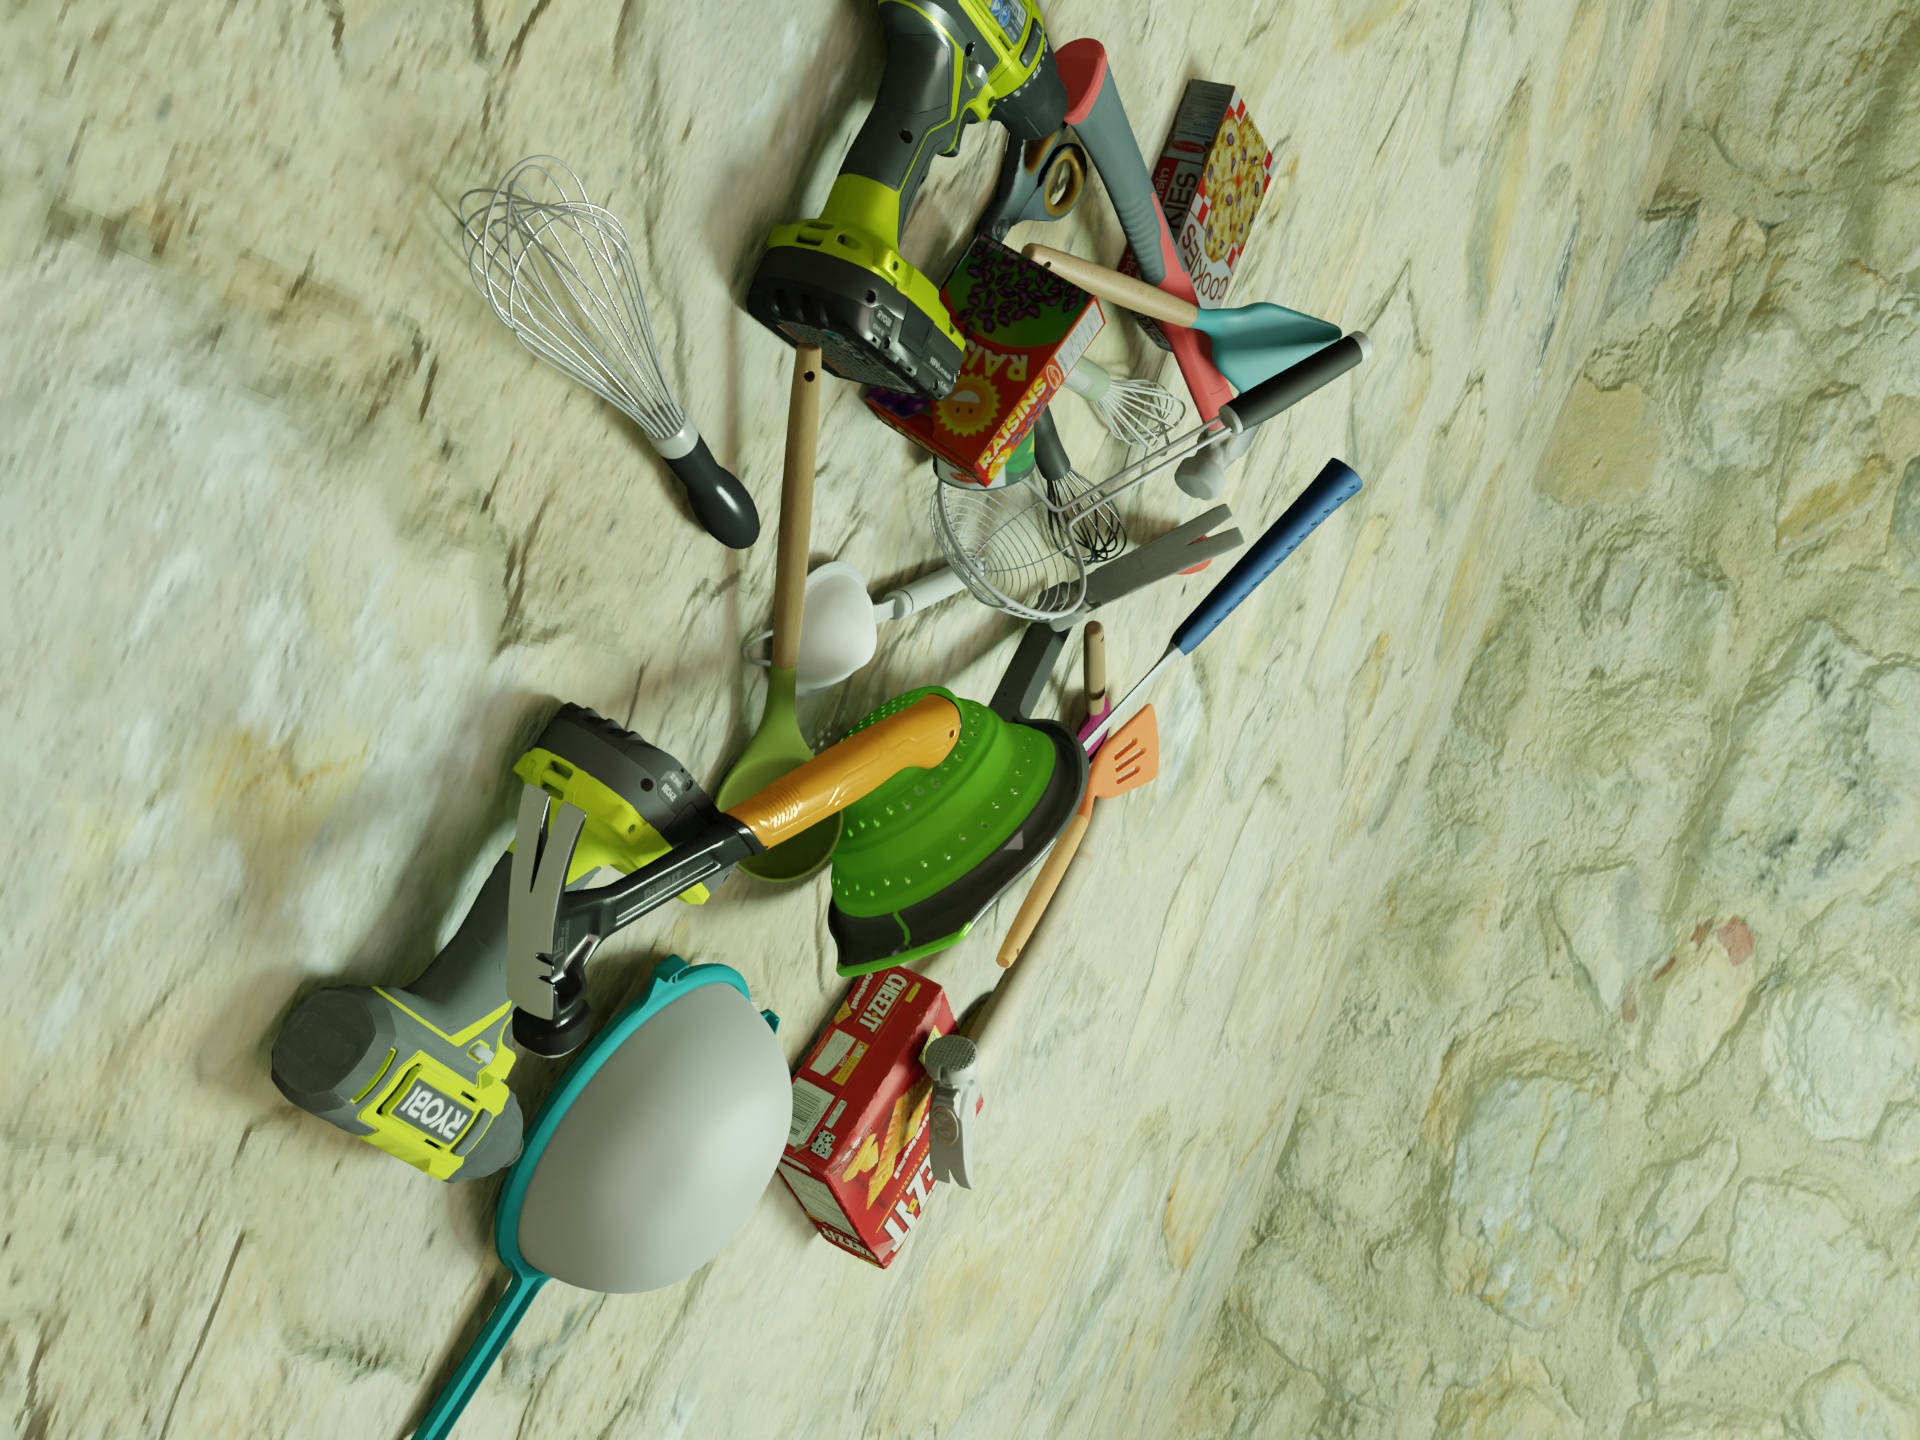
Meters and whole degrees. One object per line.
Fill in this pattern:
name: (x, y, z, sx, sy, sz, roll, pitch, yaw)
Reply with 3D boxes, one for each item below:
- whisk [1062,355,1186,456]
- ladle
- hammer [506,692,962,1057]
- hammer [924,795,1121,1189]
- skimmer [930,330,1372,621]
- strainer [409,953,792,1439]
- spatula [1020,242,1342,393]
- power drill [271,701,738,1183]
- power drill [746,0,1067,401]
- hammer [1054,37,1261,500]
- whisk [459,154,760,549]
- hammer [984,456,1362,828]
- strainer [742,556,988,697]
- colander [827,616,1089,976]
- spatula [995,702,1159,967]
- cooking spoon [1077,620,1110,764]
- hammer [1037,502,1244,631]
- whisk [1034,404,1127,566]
whisk: (0.102, -0.241, 1.155, 0.246, 0.058, 0.059, 10, 65, -59)
ladle: (-0.094, -0.049, 0.885, 0.078, 0.062, 0.320, -2, 122, -18)
hammer: (-0.097, 0.042, 0.812, 0.337, 0.034, 0.127, -30, 135, -53)
hammer: (0.061, 0.193, 1.316, 0.411, 0.038, 0.146, -57, 153, -49)
skimmer: (0.142, -0.185, 1.072, 0.363, 0.127, 0.090, -31, 173, -13)
strainer: (-0.197, 0.307, 0.917, 0.340, 0.095, 0.210, -57, 160, -12)
spatula: (0.145, -0.269, 1.058, 0.317, 0.044, 0.082, 0, 138, -50)
power drill: (-0.214, 0.118, 0.792, 0.223, 0.080, 0.171, -55, 151, -18)
power drill: (-0.016, -0.296, 0.855, 0.190, 0.080, 0.228, 22, 86, -64)
hammer: (0.150, -0.322, 1.111, 0.143, 0.038, 0.385, -59, 146, -16)
whisk: (-0.146, -0.153, 0.739, 0.070, 0.070, 0.284, -62, 159, -14)
hammer: (0.163, -0.049, 1.248, 0.405, 0.035, 0.144, -46, 164, 2)
strainer: (-0.043, -0.072, 1.014, 0.258, 0.050, 0.086, -32, 136, -55)
colander: (-0.002, -0.003, 1.078, 0.094, 0.204, 0.397, 53, 37, -21)
spatula: (0.100, 0.098, 1.319, 0.323, 0.041, 0.081, -55, 144, -50)
cooking spoon: (0.109, -0.018, 1.289, 0.069, 0.017, 0.318, -61, 167, -13)
hammer: (0.170, -0.130, 1.256, 0.037, 0.149, 0.359, 65, 19, -1)
whisk: (0.071, -0.182, 1.139, 0.055, 0.055, 0.238, -61, 149, -16)
